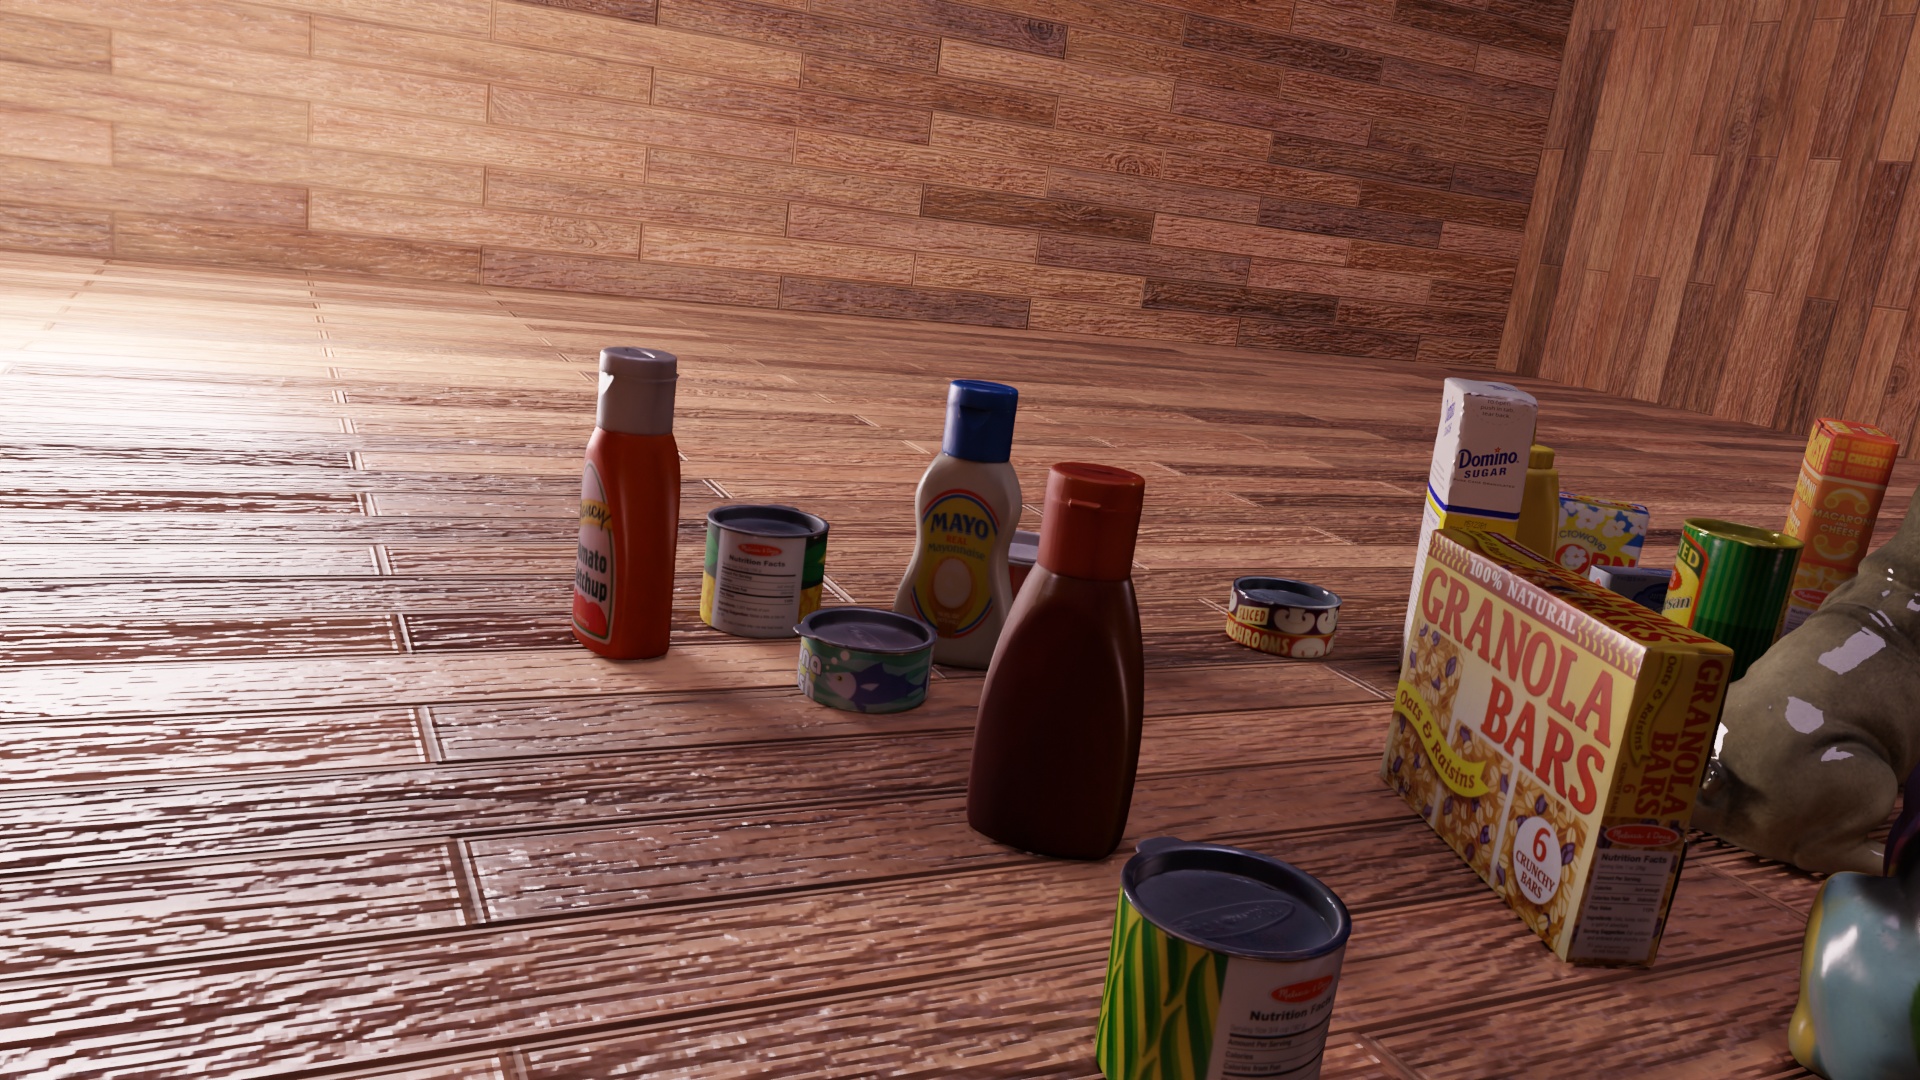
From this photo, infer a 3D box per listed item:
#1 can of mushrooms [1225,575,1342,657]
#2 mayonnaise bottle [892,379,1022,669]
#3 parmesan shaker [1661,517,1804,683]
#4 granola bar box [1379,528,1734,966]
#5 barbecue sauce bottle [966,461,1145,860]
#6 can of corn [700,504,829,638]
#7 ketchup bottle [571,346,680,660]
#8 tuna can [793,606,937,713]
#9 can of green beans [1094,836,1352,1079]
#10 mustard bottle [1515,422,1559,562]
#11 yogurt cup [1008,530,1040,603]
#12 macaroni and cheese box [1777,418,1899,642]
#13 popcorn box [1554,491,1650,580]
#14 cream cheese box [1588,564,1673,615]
[{"bbox_3d":[0.195,0.046,0.848,0.071,0.033,0.071,7,14,-2],"label":"can of mushrooms"},{"bbox_3d":[0.003,-0.009,0.733,0.065,0.147,0.041,10,14,10],"label":"mayonnaise bottle"},{"bbox_3d":[0.470,0.044,0.855,0.071,0.102,0.071,7,14,-2],"label":"parmesan shaker"},{"bbox_3d":[0.234,0.075,0.567,0.039,0.123,0.166,5,14,-8],"label":"granola bar box"},{"bbox_3d":[0.042,0.046,0.535,0.065,0.148,0.044,11,14,15],"label":"barbecue sauce bottle"},{"bbox_3d":[-0.107,0.016,0.762,0.071,0.058,0.071,7,14,-2],"label":"can of corn"},{"bbox_3d":[-0.163,-0.019,0.686,0.043,0.148,0.065,-3,17,-37],"label":"ketchup bottle"},{"bbox_3d":[-0.048,0.058,0.678,0.071,0.032,0.071,7,14,-2],"label":"tuna can"},{"bbox_3d":[0.075,0.129,0.405,0.071,0.057,0.071,7,14,-2],"label":"can of green beans"},{"bbox_3d":[0.362,-0.014,0.914,0.065,0.159,0.049,7,13,-1],"label":"mustard bottle"},{"bbox_3d":[0.035,0.027,0.797,0.072,0.053,0.072,7,14,-2],"label":"yogurt cup"},{"bbox_3d":[0.578,0.006,0.934,0.040,0.166,0.124,14,15,24],"label":"macaroni and cheese box"},{"bbox_3d":[0.429,0.006,1.021,0.127,0.085,0.038,12,14,16],"label":"popcorn box"},{"bbox_3d":[0.474,0.047,0.949,0.104,0.053,0.024,3,14,-17],"label":"cream cheese box"}]
